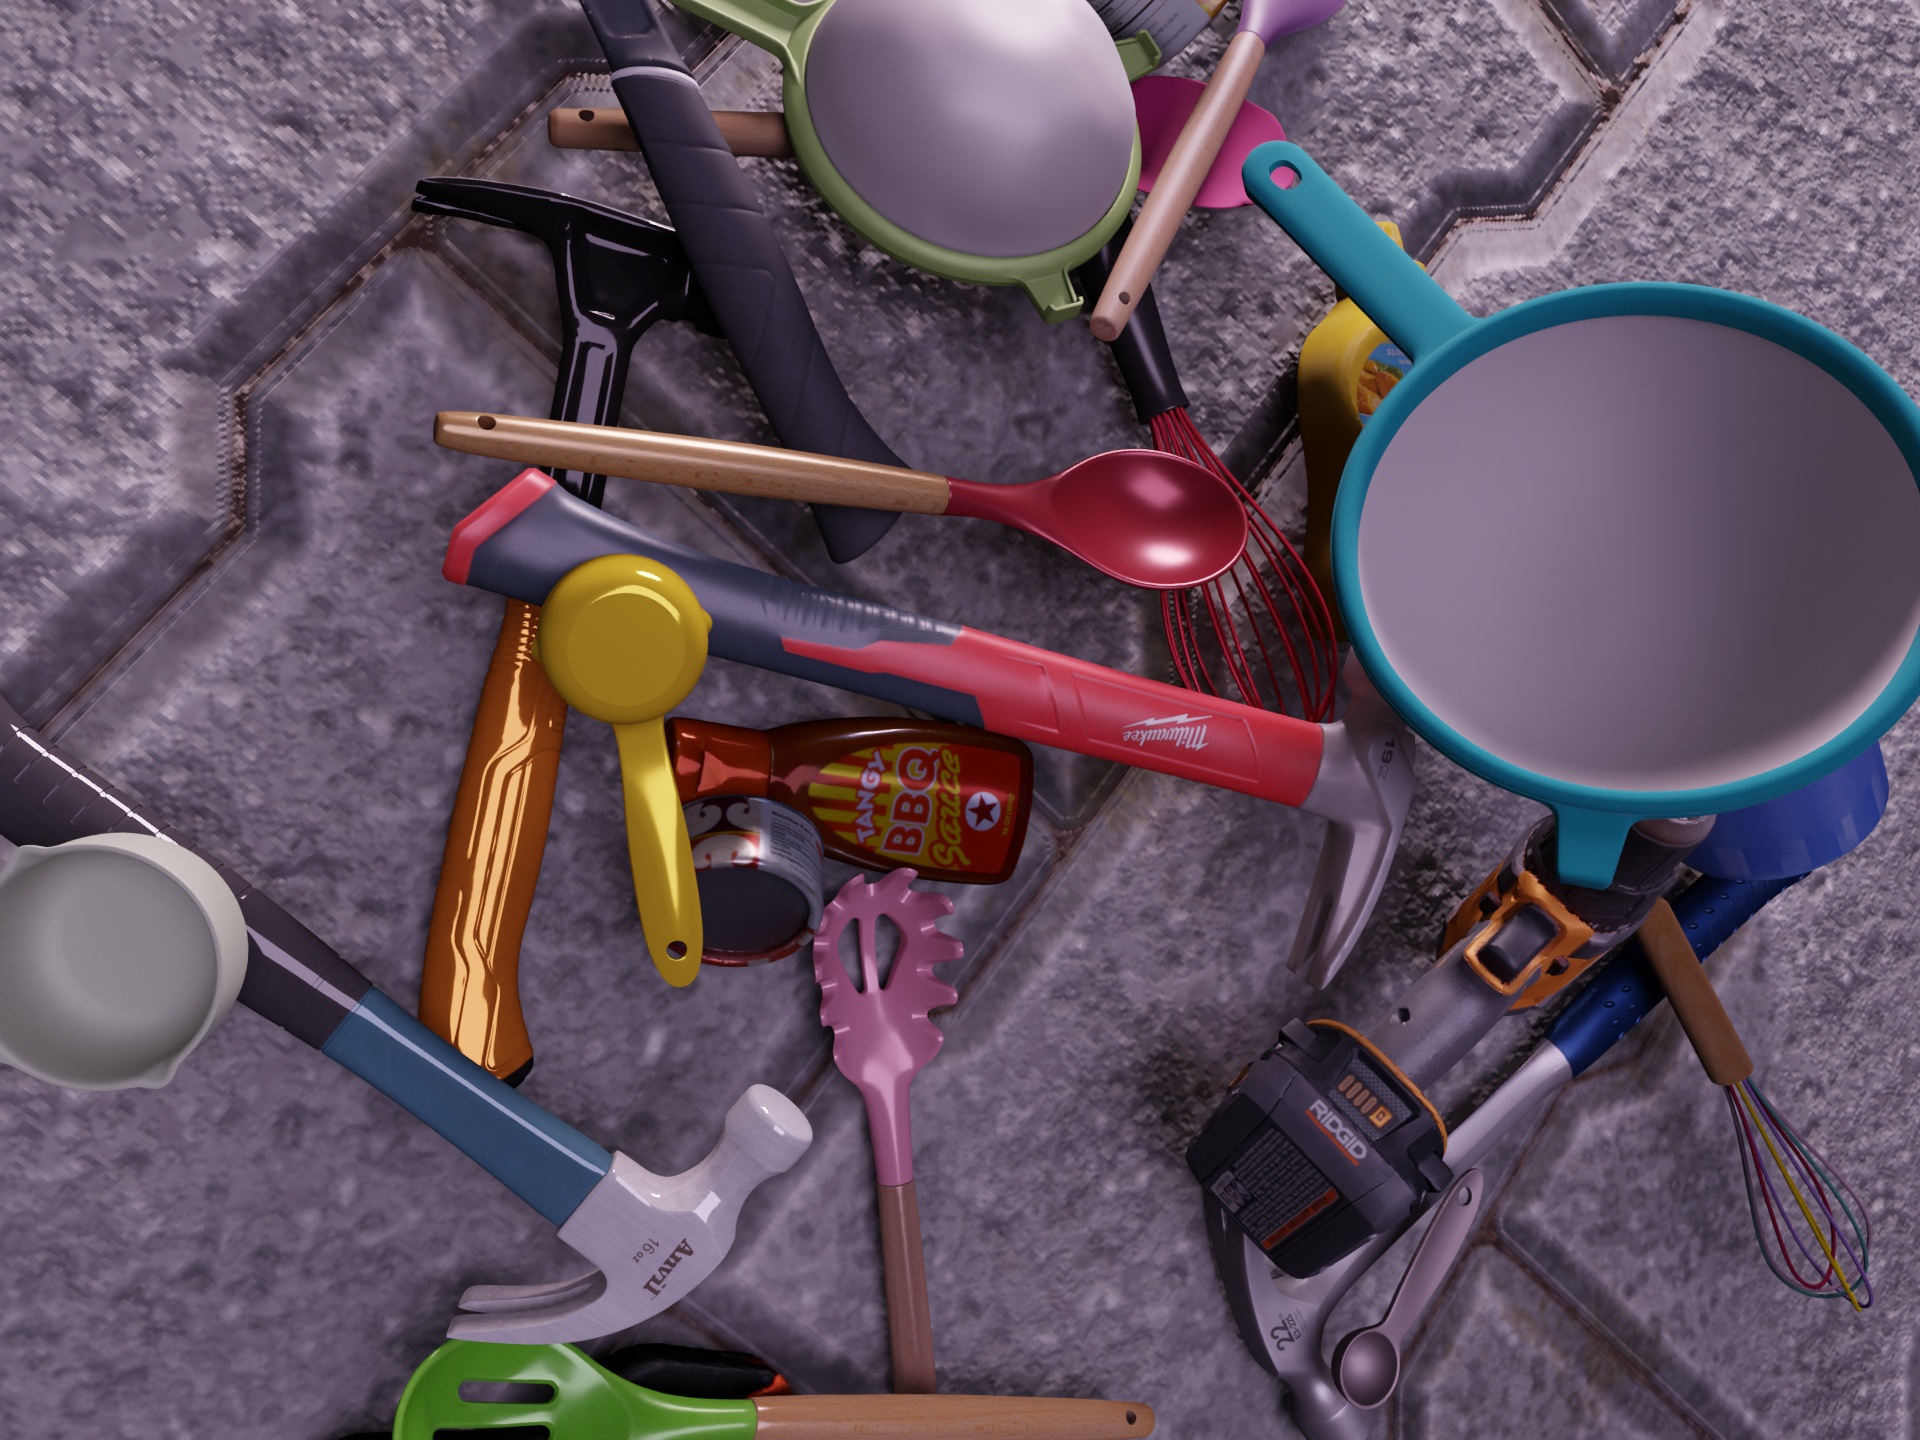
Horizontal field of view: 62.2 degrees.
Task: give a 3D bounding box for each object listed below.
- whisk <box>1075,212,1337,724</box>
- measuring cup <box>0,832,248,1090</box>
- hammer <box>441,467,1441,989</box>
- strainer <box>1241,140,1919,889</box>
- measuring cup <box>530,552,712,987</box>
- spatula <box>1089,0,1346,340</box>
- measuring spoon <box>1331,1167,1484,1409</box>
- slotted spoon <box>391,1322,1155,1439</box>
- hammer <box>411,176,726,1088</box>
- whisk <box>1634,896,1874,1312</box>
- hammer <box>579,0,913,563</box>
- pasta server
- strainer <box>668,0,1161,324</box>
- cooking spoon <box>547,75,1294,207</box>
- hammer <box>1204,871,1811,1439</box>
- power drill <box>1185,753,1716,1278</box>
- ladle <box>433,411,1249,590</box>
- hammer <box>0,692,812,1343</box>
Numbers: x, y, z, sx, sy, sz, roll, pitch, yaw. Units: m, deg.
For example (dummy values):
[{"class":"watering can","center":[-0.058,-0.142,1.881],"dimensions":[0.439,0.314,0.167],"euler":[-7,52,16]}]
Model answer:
[{"class":"whisk","center":[0.097,-0.116,0.696],"dimensions":[0.073,0.073,0.296],"euler":[-21,91,-23]},{"class":"measuring cup","center":[-0.300,0.093,0.492],"dimensions":[0.167,0.038,0.083],"euler":[-28,98,1]},{"class":"hammer","center":[-0.001,-0.002,0.604],"dimensions":[0.386,0.038,0.143],"euler":[14,95,-18]},{"class":"strainer","center":[0.219,-0.101,0.634],"dimensions":[0.211,0.095,0.341],"euler":[-34,63,2]},{"class":"measuring cup","center":[-0.106,0.021,0.544],"dimensions":[0.062,0.029,0.156],"euler":[-10,102,-12]},{"class":"spatula","center":[0.119,-0.275,0.690],"dimensions":[0.059,0.018,0.316],"euler":[35,61,-16]},{"class":"measuring spoon","center":[0.203,0.253,0.721],"dimensions":[0.034,0.018,0.124],"euler":[48,65,-17]},{"class":"slotted spoon","center":[-0.056,0.267,0.601],"dimensions":[0.313,0.031,0.070],"euler":[13,56,-28]},{"class":"hammer","center":[-0.165,-0.028,0.587],"dimensions":[0.127,0.034,0.337],"euler":[11,85,-24]},{"class":"whisk","center":[0.393,0.193,0.795],"dimensions":[0.047,0.051,0.245],"euler":[-38,101,-42]},{"class":"hammer","center":[-0.122,-0.242,0.559],"dimensions":[0.149,0.036,0.408],"euler":[-30,108,-13]},{"class":"pasta server","center":[-0.022,0.215,0.644],"dimensions":[0.060,0.040,0.316],"euler":[-6,94,-18]},{"class":"strainer","center":[-0.038,-0.270,0.606],"dimensions":[0.256,0.069,0.152],"euler":[22,68,-11]},{"class":"cooking spoon","center":[-0.006,-0.239,0.654],"dimensions":[0.318,0.017,0.069],"euler":[-5,72,-18]},{"class":"hammer","center":[0.285,0.169,0.783],"dimensions":[0.405,0.035,0.144],"euler":[-35,103,-21]},{"class":"power drill","center":[0.208,0.113,0.654],"dimensions":[0.226,0.185,0.084],"euler":[-36,70,-25]},{"class":"ladle","center":[-0.029,-0.085,0.583],"dimensions":[0.315,0.031,0.069],"euler":[3,58,-28]},{"class":"hammer","center":[-0.217,0.090,0.534],"dimensions":[0.331,0.033,0.128],"euler":[39,92,-9]}]
